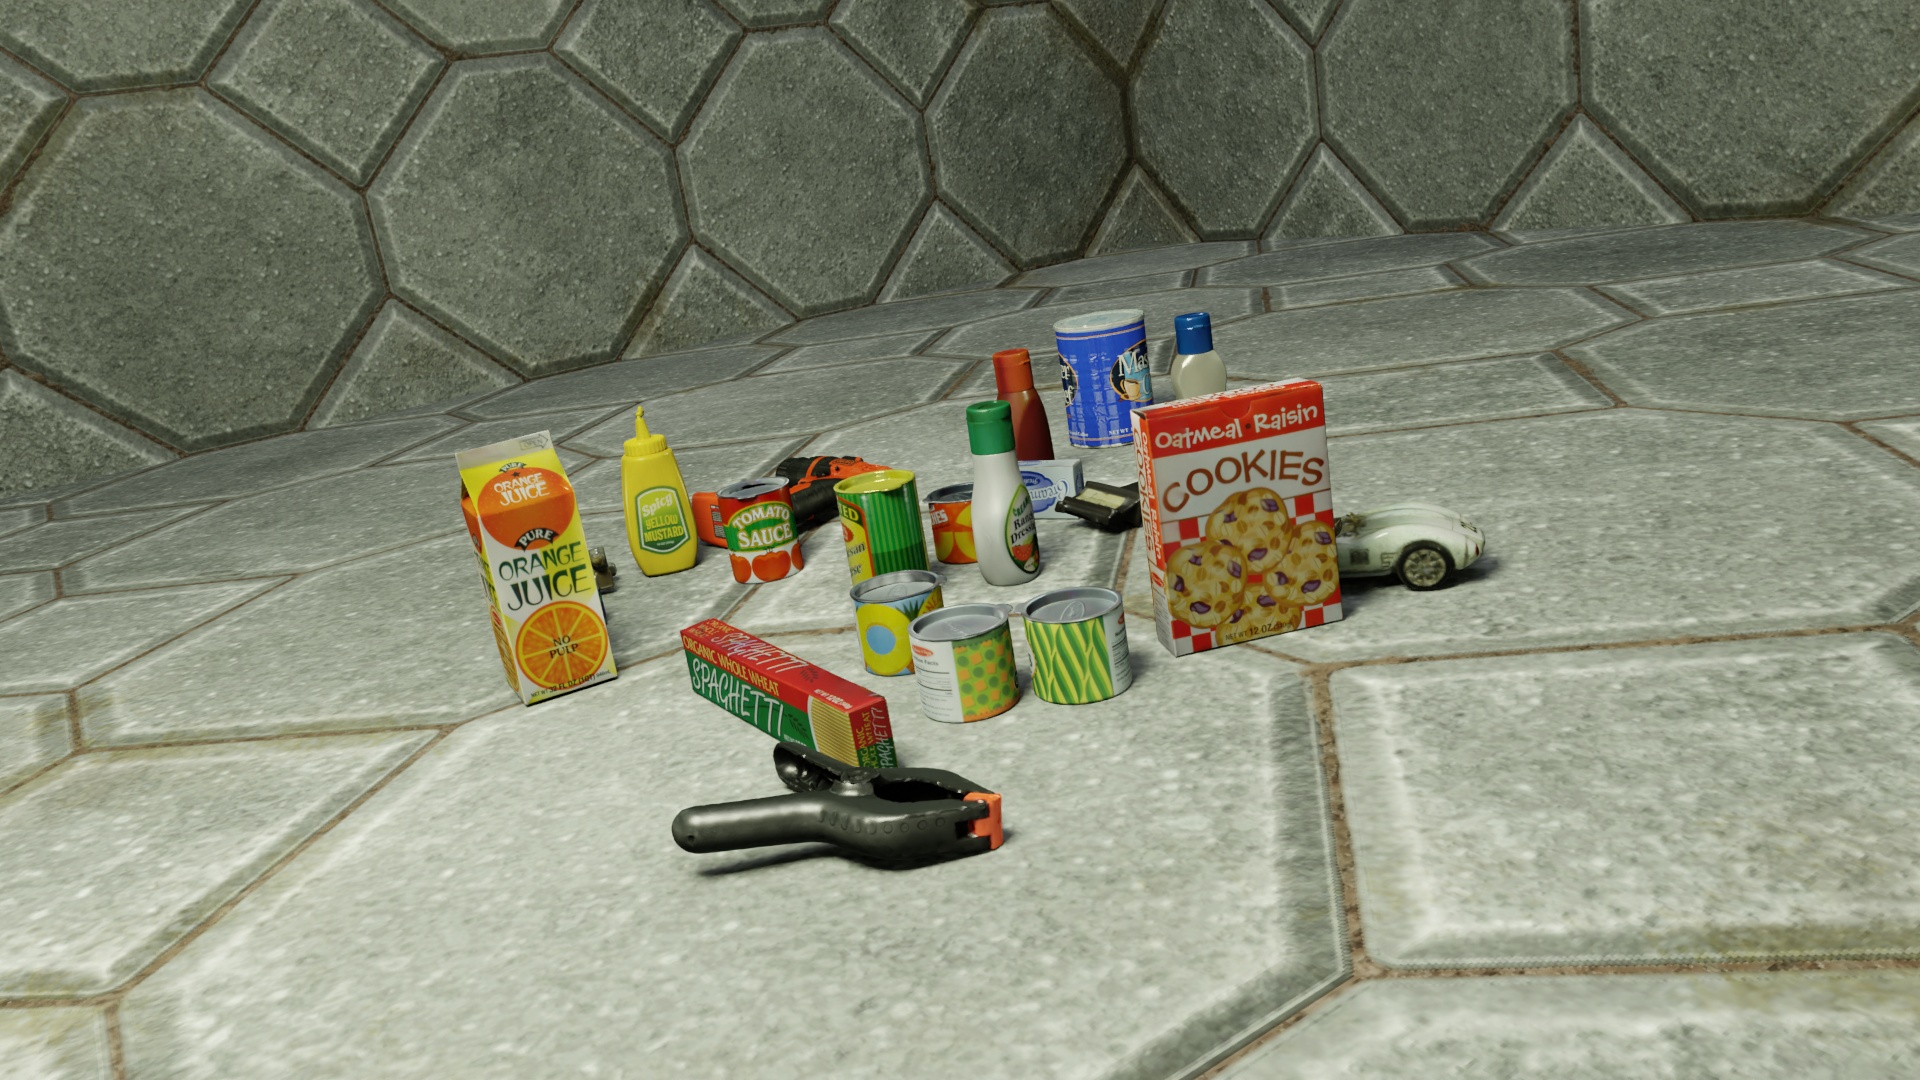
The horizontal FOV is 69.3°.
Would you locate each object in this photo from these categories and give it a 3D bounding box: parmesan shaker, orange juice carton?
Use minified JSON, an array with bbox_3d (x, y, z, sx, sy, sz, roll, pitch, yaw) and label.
[{"bbox_3d":[-0.060,0.001,1.125,0.071,0.102,0.071,-8,15,2],"label":"parmesan shaker"},{"bbox_3d":[-0.322,0.018,1.046,0.072,0.192,0.073,-17,17,-26],"label":"orange juice carton"}]

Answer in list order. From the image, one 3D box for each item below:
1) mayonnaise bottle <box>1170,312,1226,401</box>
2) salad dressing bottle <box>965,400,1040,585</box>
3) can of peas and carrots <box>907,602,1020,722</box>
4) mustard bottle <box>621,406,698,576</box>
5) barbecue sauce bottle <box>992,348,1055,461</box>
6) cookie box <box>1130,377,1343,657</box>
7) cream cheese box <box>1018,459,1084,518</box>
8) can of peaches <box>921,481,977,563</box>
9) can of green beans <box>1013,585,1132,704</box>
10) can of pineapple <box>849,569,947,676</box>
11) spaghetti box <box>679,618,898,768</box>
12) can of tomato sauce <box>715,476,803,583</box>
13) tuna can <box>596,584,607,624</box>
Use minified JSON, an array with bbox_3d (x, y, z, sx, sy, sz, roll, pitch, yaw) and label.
[{"bbox_3d":[0.247,-0.159,1.432,0.065,0.147,0.041,-11,15,-6],"label":"mayonnaise bottle"},{"bbox_3d":[0.032,-0.039,1.131,0.044,0.147,0.064,1,18,32],"label":"salad dressing bottle"},{"bbox_3d":[0.005,0.078,0.901,0.071,0.058,0.071,-8,16,2],"label":"can of peas and carrots"},{"bbox_3d":[-0.292,-0.048,1.318,0.065,0.159,0.049,-13,16,-16],"label":"mustard bottle"},{"bbox_3d":[0.060,-0.114,1.377,0.043,0.148,0.065,5,21,42],"label":"barbecue sauce bottle"},{"bbox_3d":[0.187,-0.016,0.932,0.123,0.167,0.040,-11,15,-9],"label":"cookie box"},{"bbox_3d":[0.067,-0.048,1.316,0.104,0.053,0.024,0,18,29],"label":"cream cheese box"},{"bbox_3d":[0.004,-0.015,1.229,0.071,0.058,0.071,-8,16,2],"label":"can of peaches"},{"bbox_3d":[0.076,0.067,0.901,0.071,0.057,0.071,-8,16,2],"label":"can of green beans"},{"bbox_3d":[-0.041,0.059,0.995,0.071,0.057,0.071,-8,16,2],"label":"can of pineapple"},{"bbox_3d":[-0.119,0.100,0.909,0.029,0.050,0.250,-19,18,-31],"label":"spaghetti box"},{"bbox_3d":[-0.181,-0.009,1.263,0.071,0.083,0.071,-8,15,2],"label":"can of tomato sauce"},{"bbox_3d":[-0.339,0.062,1.194,0.071,0.032,0.071,-8,16,2],"label":"tuna can"}]
